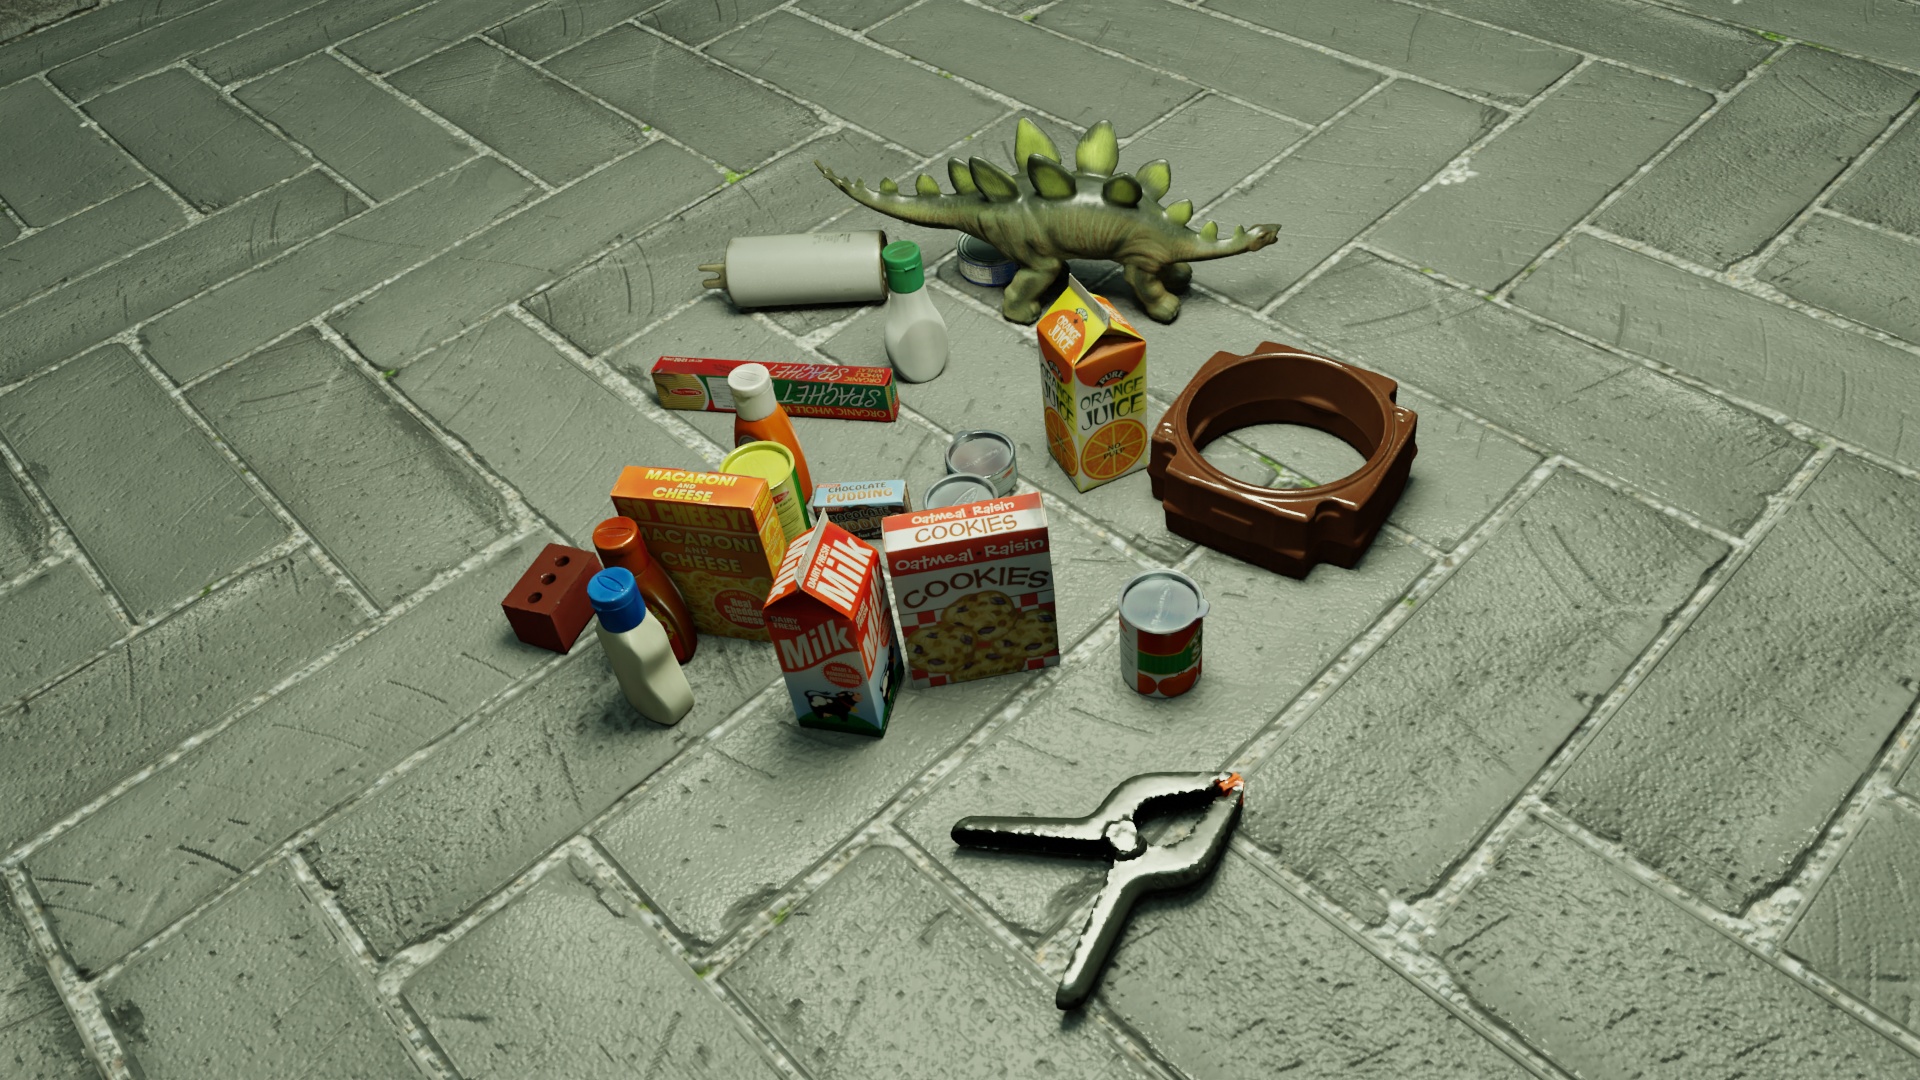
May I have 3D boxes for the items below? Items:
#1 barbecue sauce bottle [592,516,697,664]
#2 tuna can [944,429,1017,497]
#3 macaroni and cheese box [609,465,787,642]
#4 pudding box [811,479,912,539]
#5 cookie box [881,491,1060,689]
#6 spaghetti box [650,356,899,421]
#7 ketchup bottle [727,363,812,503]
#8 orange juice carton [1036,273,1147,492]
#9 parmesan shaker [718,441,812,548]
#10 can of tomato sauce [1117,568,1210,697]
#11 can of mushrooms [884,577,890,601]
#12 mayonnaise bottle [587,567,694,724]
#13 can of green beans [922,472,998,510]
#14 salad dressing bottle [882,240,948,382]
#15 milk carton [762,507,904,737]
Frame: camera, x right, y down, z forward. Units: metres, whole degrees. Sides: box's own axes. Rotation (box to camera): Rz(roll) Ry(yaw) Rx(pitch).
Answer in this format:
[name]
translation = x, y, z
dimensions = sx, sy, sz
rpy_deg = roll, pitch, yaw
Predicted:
[barbecue sauce bottle]
translation = -0.263, 0.043, 1.140
dimensions = 0.065, 0.147, 0.044
rpy_deg = -2, 46, 6
[tuna can]
translation = 0.018, -0.071, 1.292
dimensions = 0.071, 0.032, 0.071
rpy_deg = -4, 46, 4
[macaroni and cheese box]
translation = -0.205, 0.013, 1.149
dimensions = 0.124, 0.165, 0.040
rpy_deg = 6, 47, 14
[pudding box]
translation = -0.087, -0.027, 1.253
dimensions = 0.084, 0.049, 0.030
rpy_deg = -2, 46, 6
[cookie box]
translation = 0.011, 0.041, 1.090
dimensions = 0.123, 0.166, 0.040
rpy_deg = -10, 46, -1
[spaghetti box]
translation = -0.184, -0.151, 1.387
dimensions = 0.250, 0.050, 0.029
rpy_deg = 4, 47, 12
[ketchup bottle]
translation = -0.177, -0.093, 1.261
dimensions = 0.065, 0.148, 0.044
rpy_deg = 14, 50, 21
[orange juice carton]
translation = 0.118, -0.143, 1.236
dimensions = 0.073, 0.191, 0.072
rpy_deg = -22, 47, -12
[parmesan shaker]
translation = -0.172, -0.027, 1.228
dimensions = 0.071, 0.102, 0.072
rpy_deg = -4, 46, 4
[can of tomato sauce]
translation = 0.160, 0.074, 1.095
dimensions = 0.071, 0.082, 0.071
rpy_deg = -4, 46, 4
[can of mushrooms]
translation = -0.094, 0.056, 1.184
dimensions = 0.071, 0.033, 0.071
rpy_deg = -4, 46, 4
[mayonnaise bottle]
translation = -0.256, 0.083, 1.101
dimensions = 0.065, 0.147, 0.041
rpy_deg = 24, 54, 28
[can of green beans]
translation = 0.003, -0.016, 1.224
dimensions = 0.071, 0.057, 0.071
rpy_deg = -4, 46, 4
[salad dressing bottle]
translation = -0.048, -0.225, 1.372
dimensions = 0.064, 0.146, 0.044
rpy_deg = -23, 47, -13
[milk carton]
translation = -0.098, 0.065, 1.067
dimensions = 0.073, 0.189, 0.073
rpy_deg = 5, 47, 13
